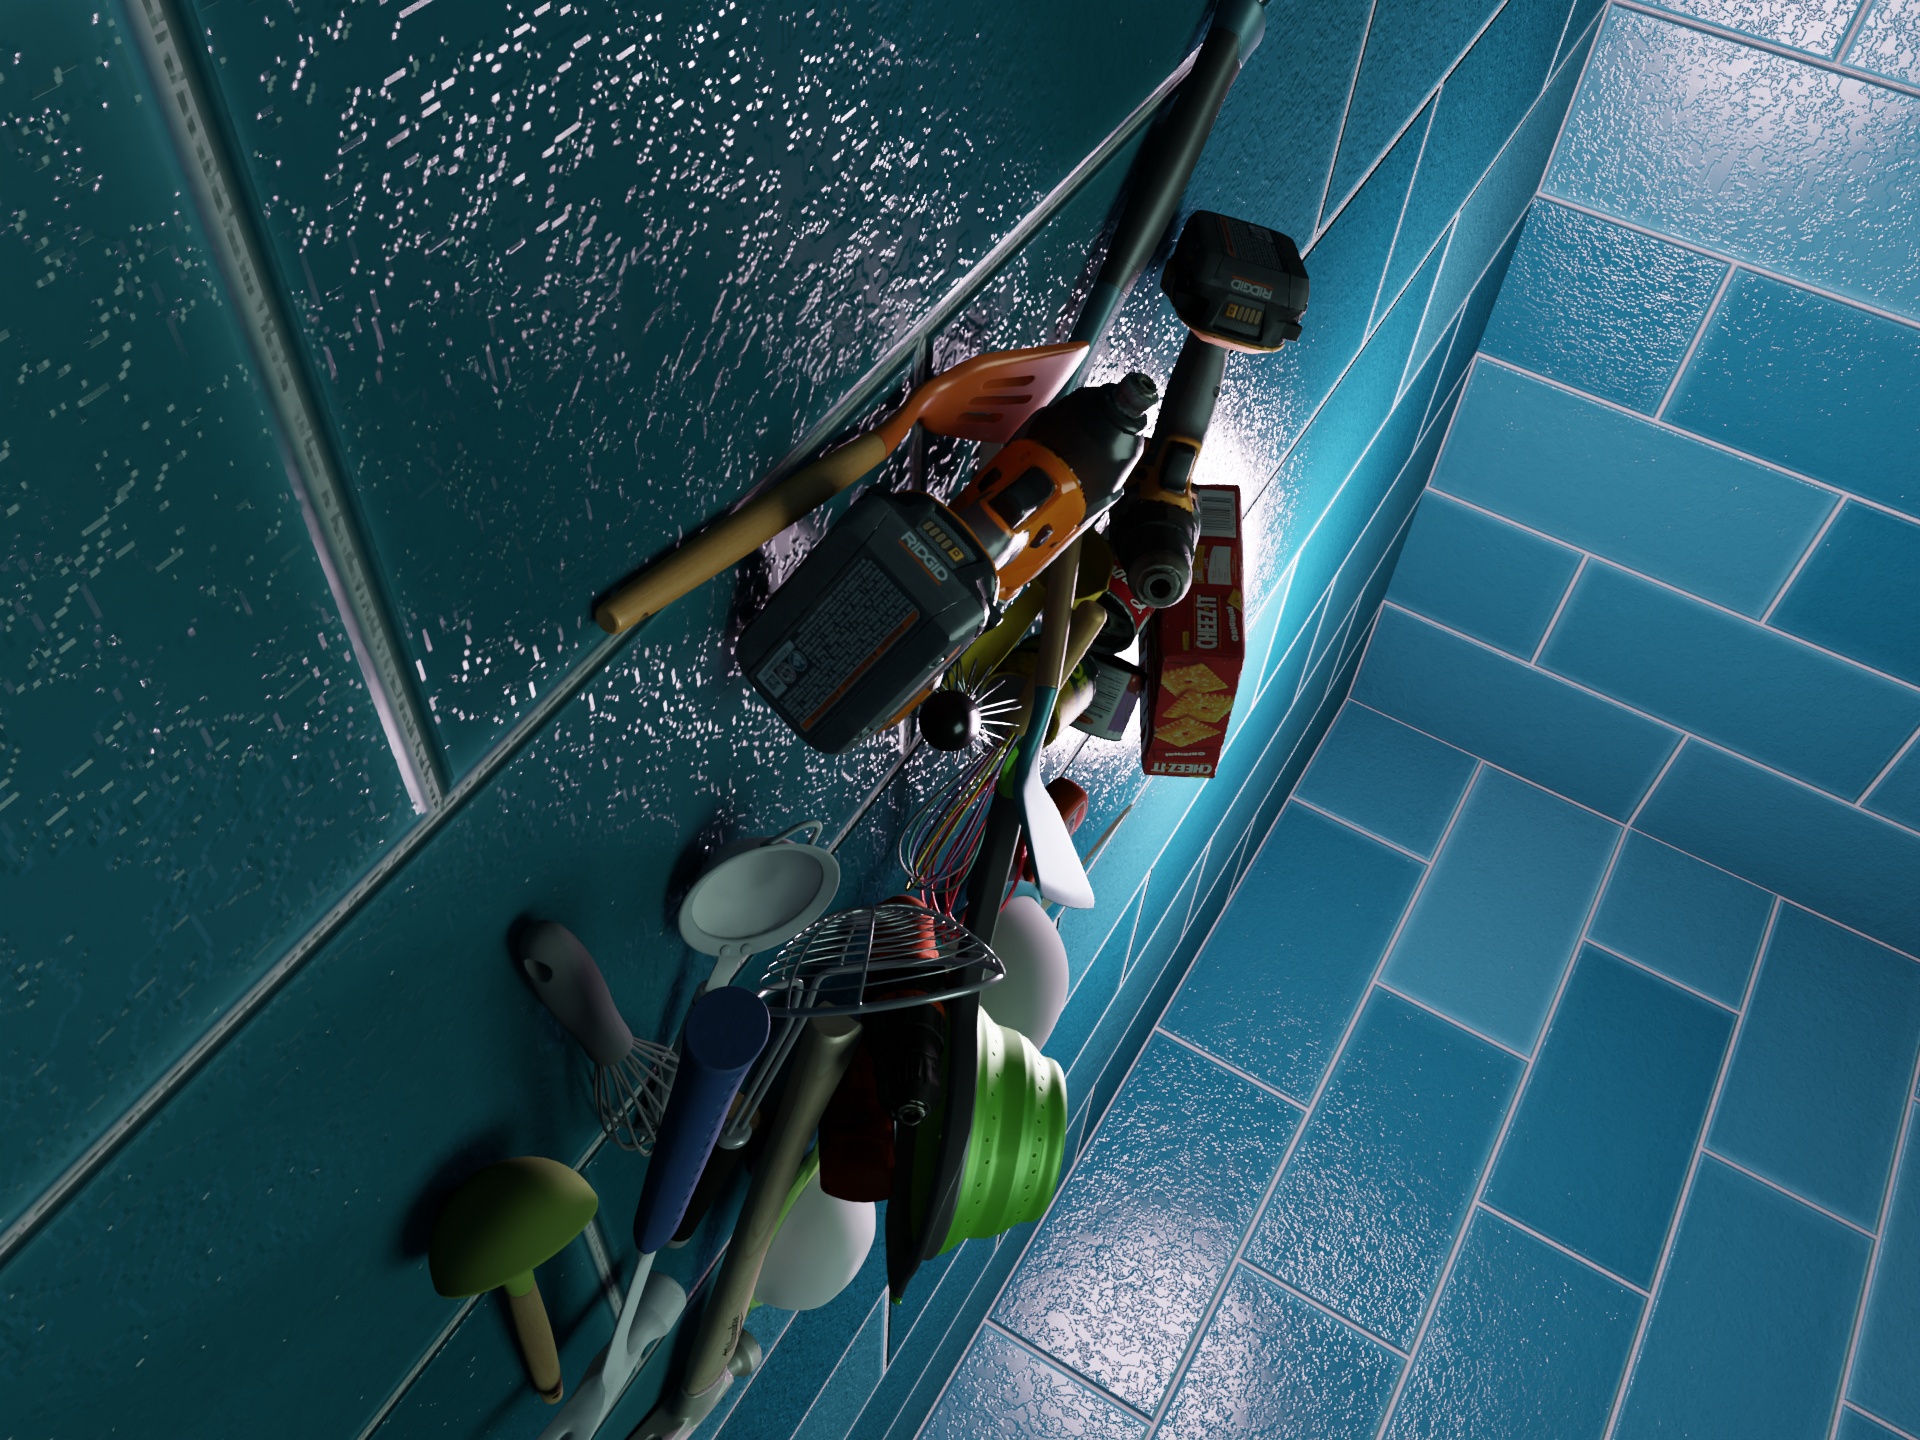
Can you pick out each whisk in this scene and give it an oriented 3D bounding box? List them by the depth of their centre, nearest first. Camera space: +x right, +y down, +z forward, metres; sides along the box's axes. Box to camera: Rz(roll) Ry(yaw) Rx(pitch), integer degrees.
[{"bbox_3d":[-0.165,0.155,0.756,0.055,0.055,0.238,-55,158,-26],"label":"whisk"},{"bbox_3d":[-0.003,-0.003,0.876,0.070,0.070,0.284,-64,178,3],"label":"whisk"},{"bbox_3d":[0.026,0.023,1.061,0.047,0.051,0.245,-9,136,-59],"label":"whisk"},{"bbox_3d":[0.045,0.033,1.187,0.073,0.073,0.296,75,38,-66],"label":"whisk"}]

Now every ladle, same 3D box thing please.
[{"bbox_3d":[-0.217,0.307,0.812,0.078,0.062,0.320,-28,150,-27],"label":"ladle"}]

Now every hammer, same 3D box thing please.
[{"bbox_3d":[-0.155,0.263,0.789,0.144,0.035,0.405,-55,172,-45],"label":"hammer"},{"bbox_3d":[0.094,-0.263,0.926,0.331,0.033,0.128,-65,164,3],"label":"hammer"},{"bbox_3d":[-0.147,0.357,1.086,0.146,0.038,0.410,-34,150,-55],"label":"hammer"}]

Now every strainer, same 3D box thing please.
[{"bbox_3d":[-0.131,0.140,0.843,0.086,0.050,0.258,4,123,-36],"label":"strainer"},{"bbox_3d":[-0.094,0.370,1.244,0.151,0.069,0.256,-37,150,-56],"label":"strainer"},{"bbox_3d":[-0.005,0.286,1.291,0.211,0.095,0.340,-19,141,-51],"label":"strainer"}]

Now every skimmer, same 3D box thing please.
[{"bbox_3d":[-0.094,0.219,0.872,0.127,0.090,0.363,-7,141,-38],"label":"skimmer"}]

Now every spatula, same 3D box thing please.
[{"bbox_3d":[-0.046,-0.109,0.721,0.323,0.041,0.081,-43,179,-45],"label":"spatula"},{"bbox_3d":[0.068,-0.044,0.987,0.082,0.044,0.317,22,73,-59],"label":"spatula"},{"bbox_3d":[-0.139,0.261,1.037,0.060,0.018,0.315,-55,163,-16],"label":"spatula"}]

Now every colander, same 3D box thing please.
[{"bbox_3d":[0.034,0.205,1.069,0.205,0.094,0.397,-106,-152,-73],"label":"colander"}]

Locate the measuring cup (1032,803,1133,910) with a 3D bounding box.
[{"bbox_3d":[0.085,0.126,1.403,0.167,0.038,0.083,-49,175,4],"label":"measuring cup"}]

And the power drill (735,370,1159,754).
[{"bbox_3d":[0.007,-0.089,0.767,0.164,0.084,0.226,-42,180,39],"label":"power drill"}]

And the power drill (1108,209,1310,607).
[{"bbox_3d":[0.151,-0.195,1.035,0.185,0.084,0.226,-82,-171,-58],"label":"power drill"}]

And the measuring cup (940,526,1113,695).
[{"bbox_3d":[0.040,-0.066,1.047,0.156,0.062,0.029,-48,170,-14],"label":"measuring cup"}]
